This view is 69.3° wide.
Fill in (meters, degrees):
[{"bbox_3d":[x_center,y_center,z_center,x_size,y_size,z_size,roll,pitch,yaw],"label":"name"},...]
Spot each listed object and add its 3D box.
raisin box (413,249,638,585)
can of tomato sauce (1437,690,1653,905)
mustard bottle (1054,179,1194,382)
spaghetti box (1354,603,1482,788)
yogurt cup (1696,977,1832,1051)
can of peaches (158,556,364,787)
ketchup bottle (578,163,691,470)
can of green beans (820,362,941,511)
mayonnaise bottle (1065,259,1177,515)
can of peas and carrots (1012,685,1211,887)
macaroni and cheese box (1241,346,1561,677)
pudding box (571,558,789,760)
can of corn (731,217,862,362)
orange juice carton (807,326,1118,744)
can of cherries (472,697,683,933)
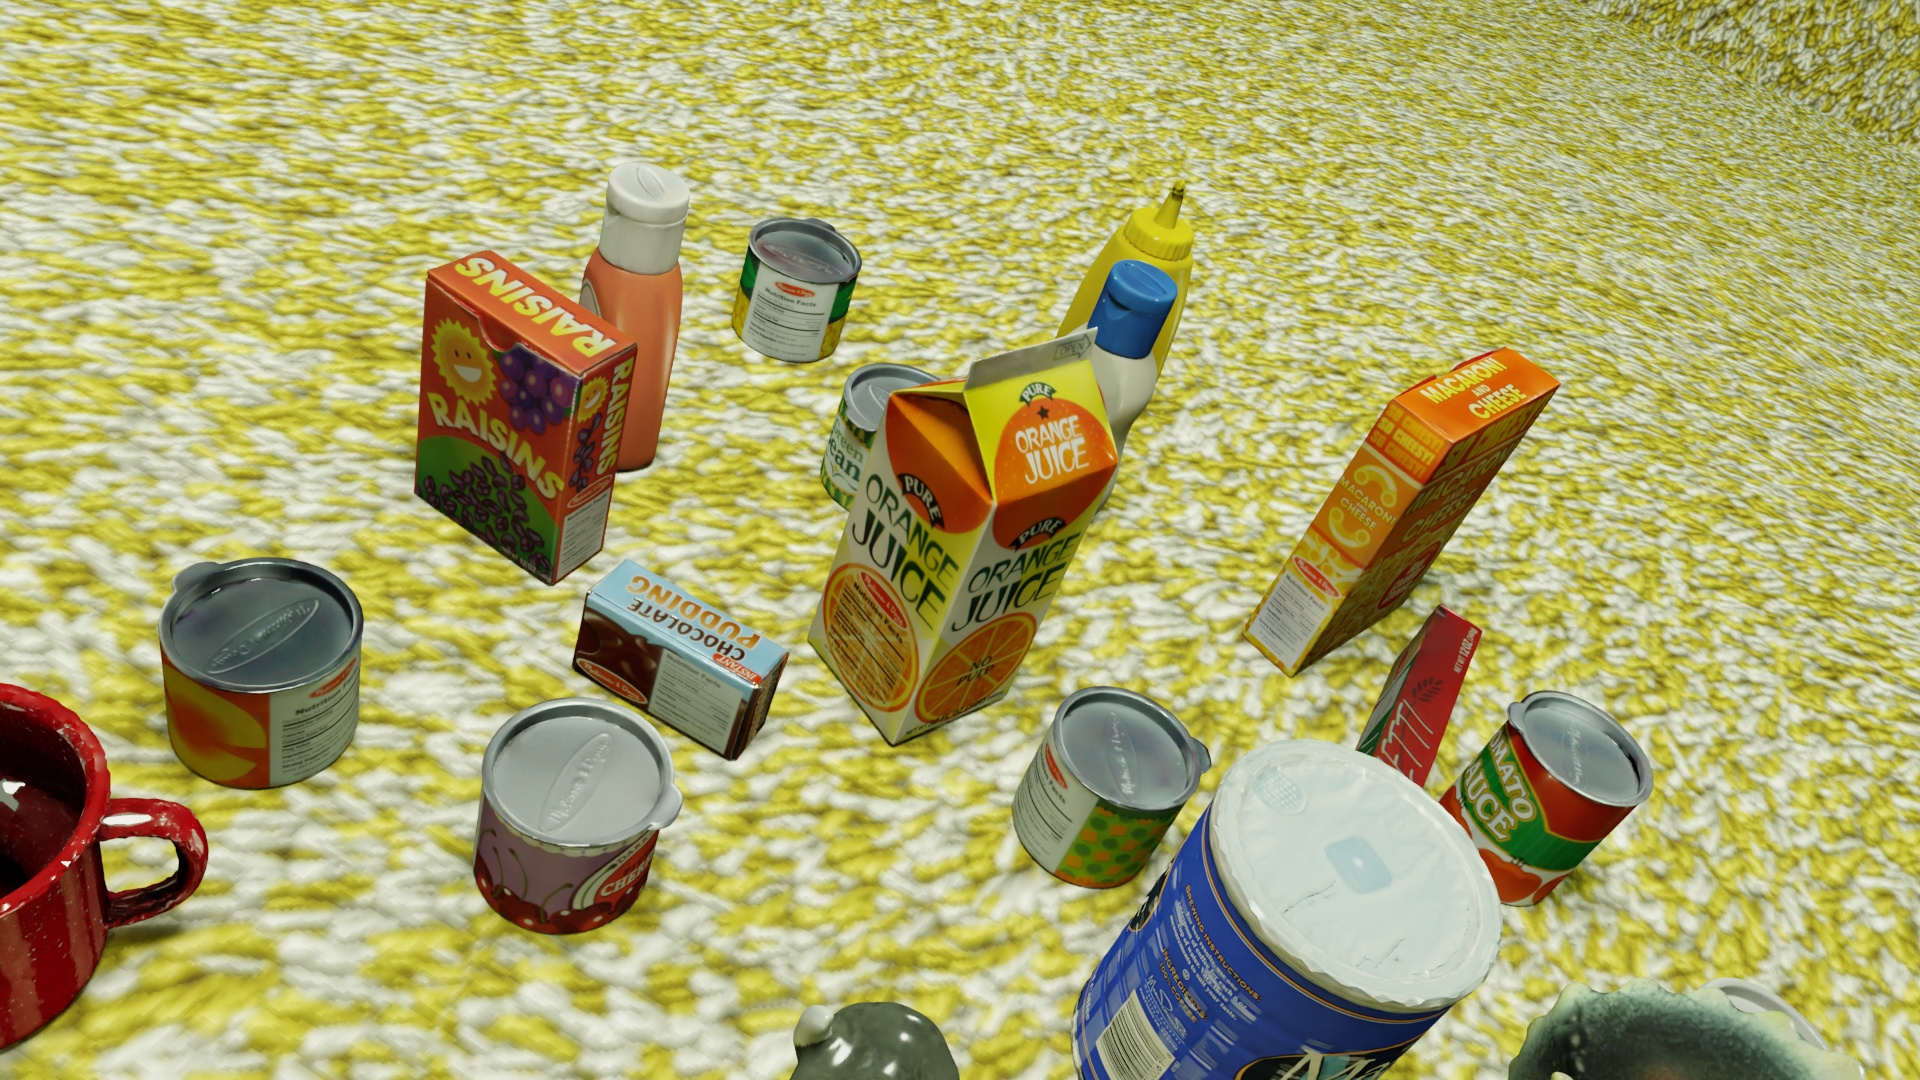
[{"bbox_3d":[-0.194,-0.052,0.609,0.086,0.122,0.040,33,40,13],"label":"raisin box"},{"bbox_3d":[0.270,0.122,0.657,0.071,0.082,0.071,13,40,-11],"label":"can of tomato sauce"},{"bbox_3d":[0.103,-0.145,0.822,0.065,0.159,0.049,4,42,-21],"label":"mustard bottle"},{"bbox_3d":[0.199,0.115,0.658,0.029,0.049,0.251,32,40,12],"label":"spaghetti box"},{"bbox_3d":[0.325,0.228,0.585,0.072,0.053,0.073,13,40,-11],"label":"yogurt cup"},{"bbox_3d":[-0.260,0.048,0.516,0.071,0.057,0.071,13,40,-11],"label":"can of peaches"},{"bbox_3d":[-0.159,-0.107,0.667,0.044,0.148,0.065,-10,49,-33],"label":"ketchup bottle"},{"bbox_3d":[-0.036,-0.051,0.732,0.071,0.057,0.071,13,40,-11],"label":"can of green beans"},{"bbox_3d":[0.071,-0.079,0.742,0.041,0.147,0.065,-24,57,-41],"label":"mayonnaise bottle"},{"bbox_3d":[0.064,0.106,0.599,0.071,0.058,0.071,13,40,-11],"label":"can of peas and carrots"},{"bbox_3d":[0.228,-0.015,0.728,0.124,0.165,0.040,-23,57,-41],"label":"macaroni and cheese box"},{"bbox_3d":[-0.119,0.050,0.585,0.084,0.049,0.030,28,39,7],"label":"pudding box"},{"bbox_3d":[-0.096,-0.148,0.814,0.071,0.058,0.071,13,40,-11],"label":"can of corn"},{"bbox_3d":[0.002,-0.007,0.594,0.072,0.191,0.073,-18,54,-39],"label":"orange juice carton"},{"bbox_3d":[-0.141,0.102,0.509,0.071,0.058,0.072,13,40,-11],"label":"can of cherries"}]
